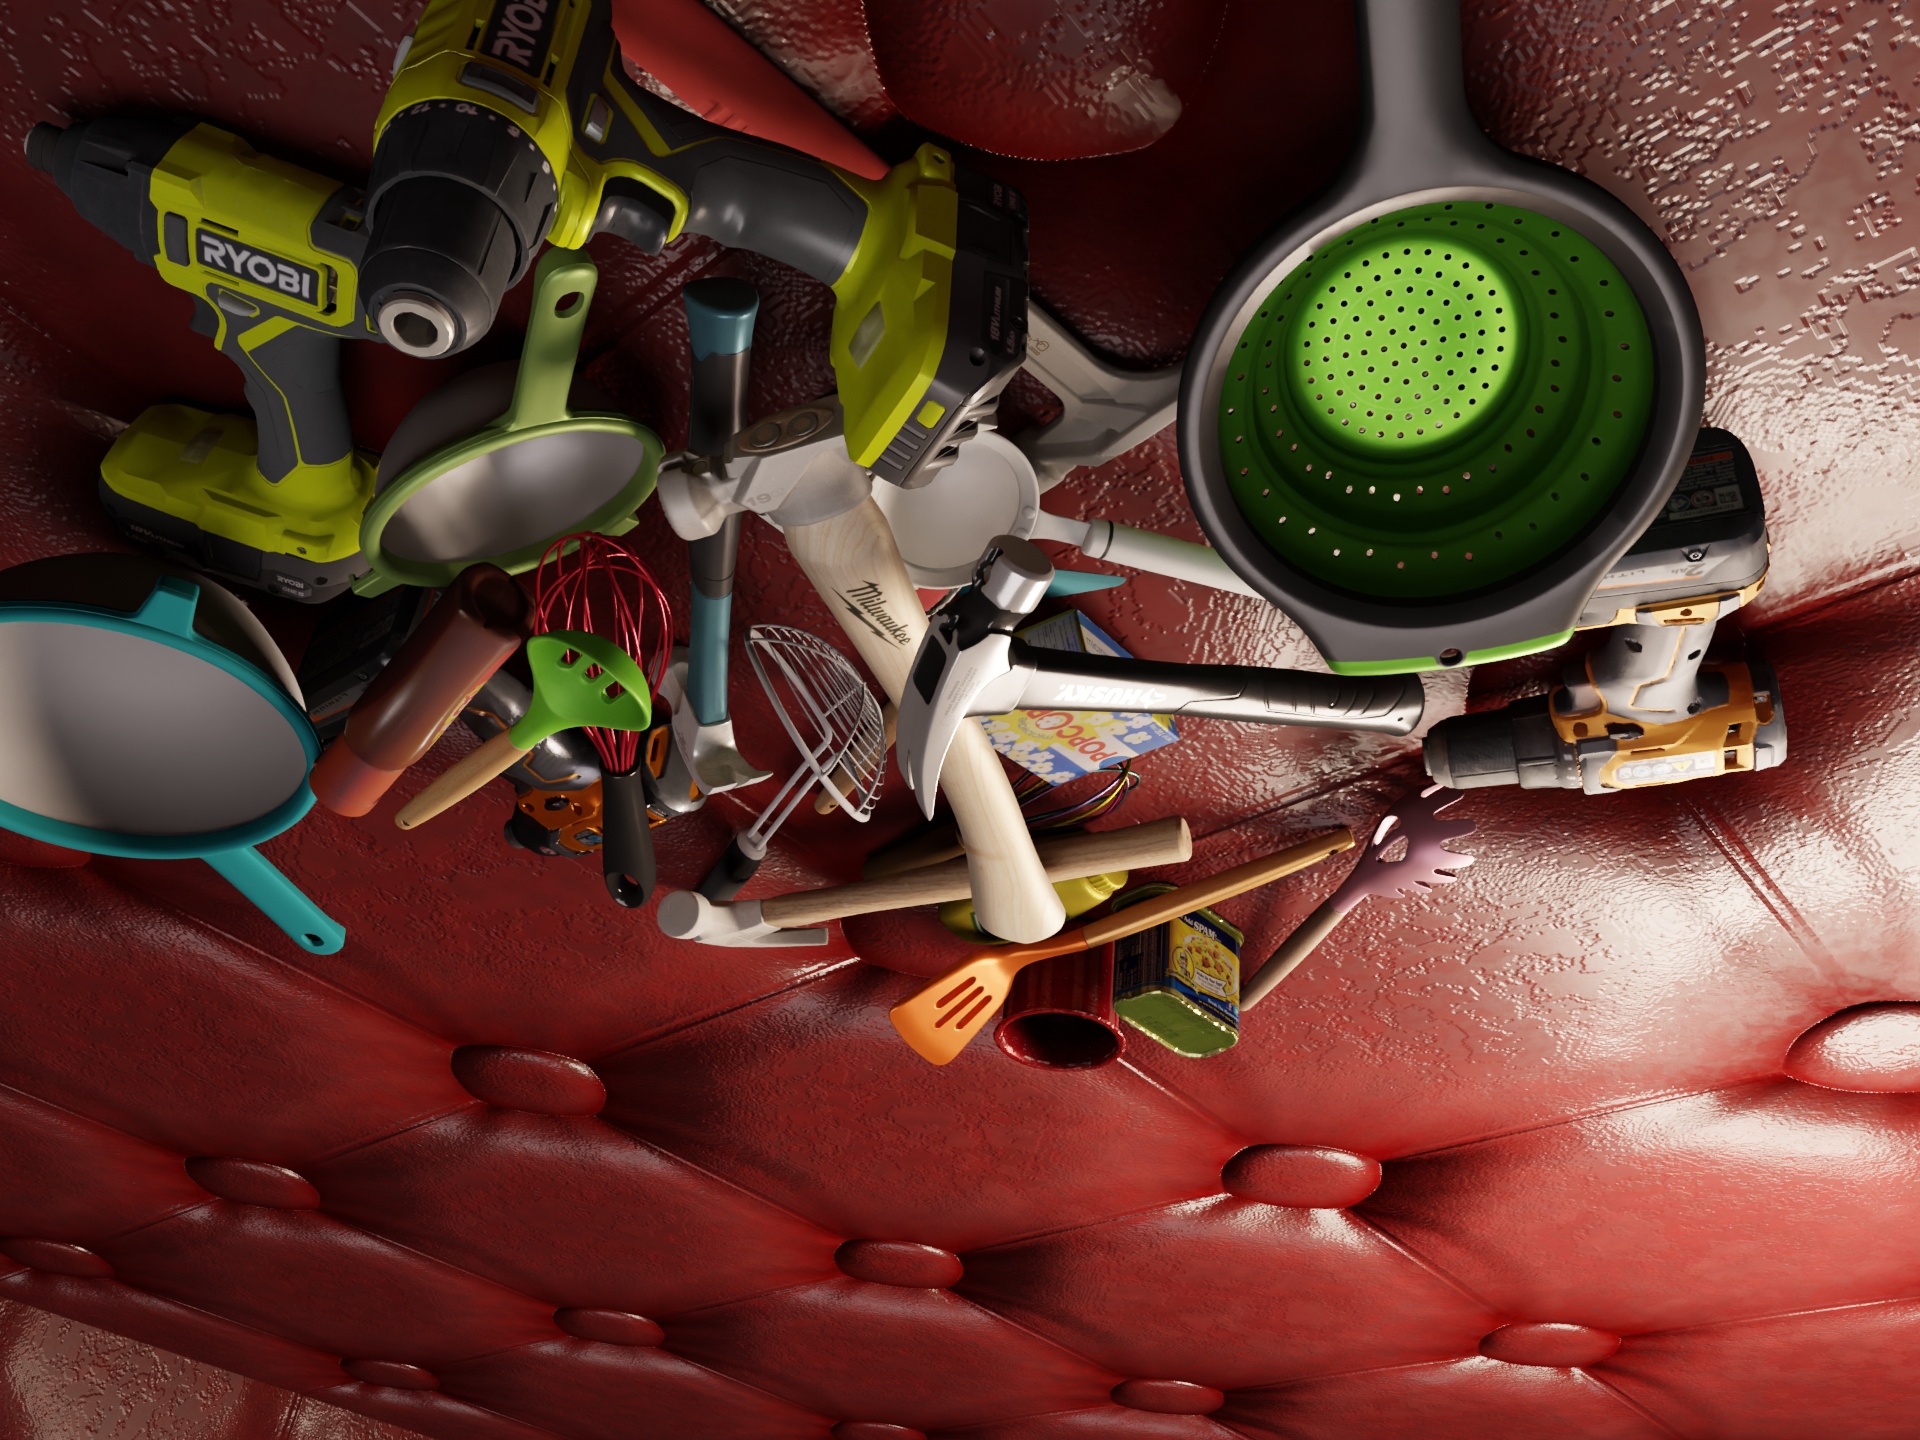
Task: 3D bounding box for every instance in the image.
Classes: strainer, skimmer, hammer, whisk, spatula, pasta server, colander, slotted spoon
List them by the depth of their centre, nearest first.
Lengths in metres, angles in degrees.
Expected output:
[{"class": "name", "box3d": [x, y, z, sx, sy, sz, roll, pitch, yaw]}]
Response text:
[{"class": "colander", "box3d": [0.176, -0.210, 0.627, 0.204, 0.095, 0.396, -8, 122, 11]}, {"class": "hammer", "box3d": [-0.039, -0.228, 0.665, 0.358, 0.037, 0.149, 33, 135, -30]}, {"class": "strainer", "box3d": [-0.206, -0.150, 0.726, 0.151, 0.069, 0.256, -19, 165, -29]}, {"class": "strainer", "box3d": [0.057, -0.090, 0.766, 0.258, 0.050, 0.086, 12, 123, -14]}, {"class": "hammer", "box3d": [-0.125, -0.082, 0.797, 0.033, 0.128, 0.330, -14, 145, -21]}, {"class": "hammer", "box3d": [0.117, -0.011, 0.807, 0.334, 0.035, 0.146, 3, 131, -36]}, {"class": "hammer", "box3d": [-0.001, -0.003, 0.810, 0.146, 0.038, 0.410, -15, 140, 10]}, {"class": "slotted spoon", "box3d": [-0.248, 0.014, 0.859, 0.070, 0.031, 0.314, 42, 142, -18]}, {"class": "whisk", "box3d": [-0.192, 0.010, 0.887, 0.073, 0.073, 0.295, 7, 135, 0]}, {"class": "strainer", "box3d": [-0.428, 0.016, 0.888, 0.211, 0.095, 0.340, -9, 144, 6]}, {"class": "spatula", "box3d": [-0.020, -0.014, 0.924, 0.082, 0.044, 0.317, 2, 149, -29]}, {"class": "skimmer", "box3d": [-0.137, 0.062, 1.000, 0.090, 0.127, 0.363, -21, 163, -35]}, {"class": "hammer", "box3d": [-0.016, 0.105, 1.012, 0.331, 0.031, 0.130, -12, 164, 17]}, {"class": "whisk", "box3d": [0.021, 0.064, 1.022, 0.051, 0.047, 0.245, 3, 159, -44]}, {"class": "spatula", "box3d": [0.107, 0.142, 1.045, 0.322, 0.041, 0.080, -23, 133, 13]}, {"class": "pasta server", "box3d": [0.250, 0.133, 1.064, 0.040, 0.060, 0.316, -4, 151, -16]}]

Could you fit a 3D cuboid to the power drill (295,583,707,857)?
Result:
[{"class": "power drill", "box3d": [-0.287, 0.012, 0.974, 0.164, 0.084, 0.226, -22, 137, 33]}]

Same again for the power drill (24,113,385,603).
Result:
[{"class": "power drill", "box3d": [-0.346, -0.171, 0.757, 0.171, 0.080, 0.223, 19, 137, -7]}]

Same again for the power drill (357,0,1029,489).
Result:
[{"class": "power drill", "box3d": [-0.093, -0.171, 0.568, 0.228, 0.191, 0.080, 19, 140, -22]}]

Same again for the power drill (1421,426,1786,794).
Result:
[{"class": "power drill", "box3d": [0.321, -0.036, 0.818, 0.185, 0.084, 0.226, -9, 143, 21]}]
